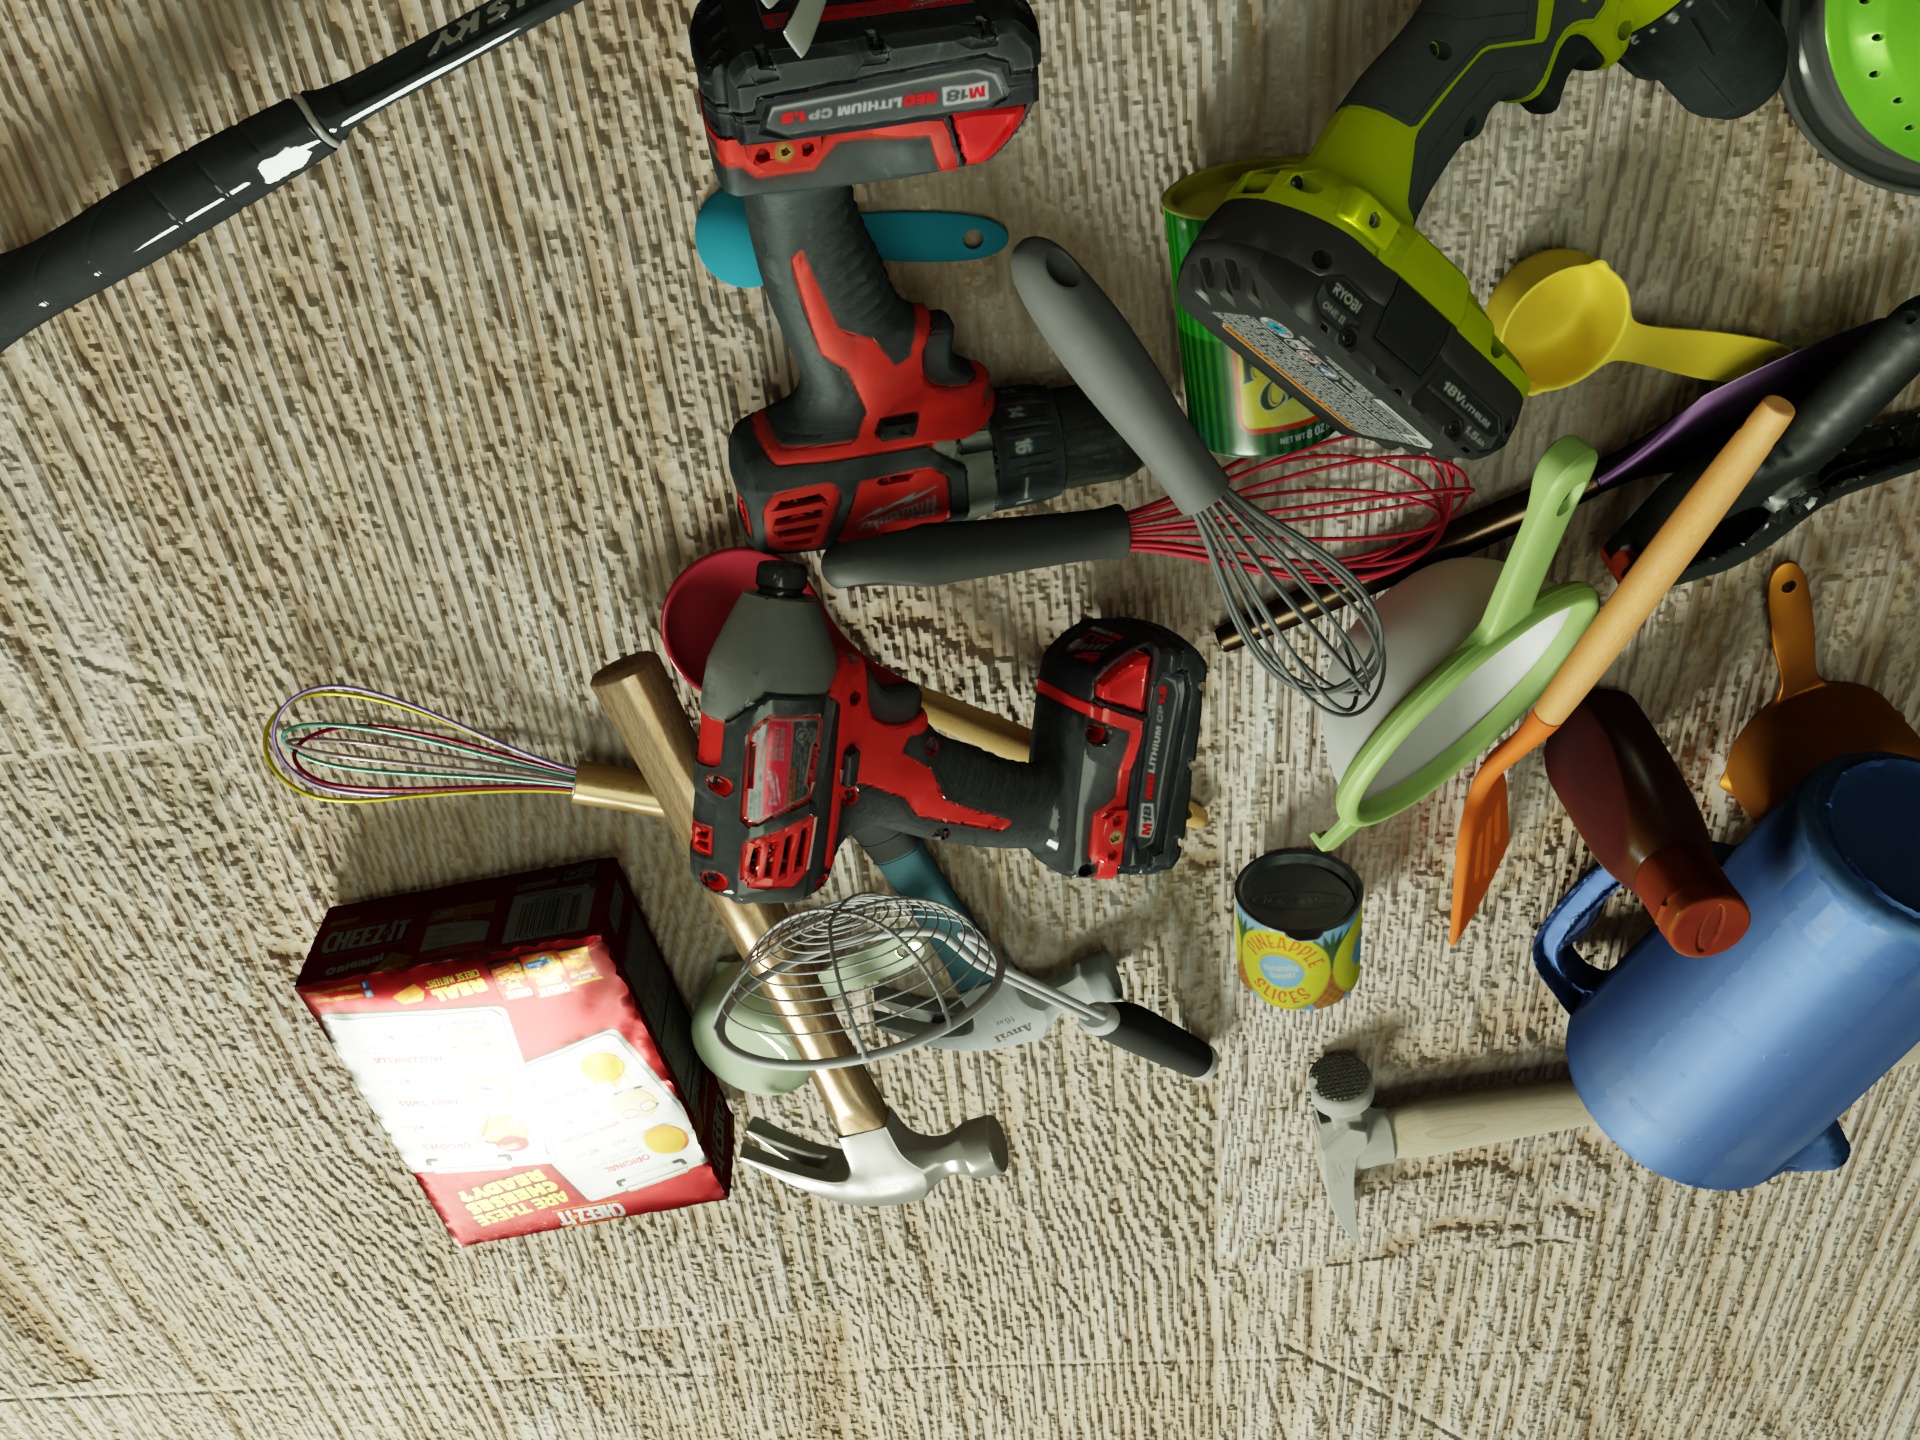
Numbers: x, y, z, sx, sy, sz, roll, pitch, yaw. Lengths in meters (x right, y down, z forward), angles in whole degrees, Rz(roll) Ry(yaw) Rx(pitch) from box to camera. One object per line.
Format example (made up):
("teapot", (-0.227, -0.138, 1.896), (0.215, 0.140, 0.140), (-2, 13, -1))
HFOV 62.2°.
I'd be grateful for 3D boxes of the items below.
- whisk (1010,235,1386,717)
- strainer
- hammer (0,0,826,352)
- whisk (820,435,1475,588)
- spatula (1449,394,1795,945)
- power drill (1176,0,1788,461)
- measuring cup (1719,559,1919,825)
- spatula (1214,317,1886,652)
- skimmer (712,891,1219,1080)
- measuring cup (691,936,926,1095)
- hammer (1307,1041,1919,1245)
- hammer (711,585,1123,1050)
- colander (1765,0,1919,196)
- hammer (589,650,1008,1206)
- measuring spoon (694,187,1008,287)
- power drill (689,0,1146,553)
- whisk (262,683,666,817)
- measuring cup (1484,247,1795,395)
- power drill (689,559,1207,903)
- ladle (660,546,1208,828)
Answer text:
("whisk", (0.096, -0.090, 0.614), (0.055, 0.055, 0.238), (-34, 115, 18))
("strainer", (0.210, -0.050, 0.685), (0.151, 0.069, 0.256), (-33, 154, -14))
("hammer", (-0.216, -0.219, 0.570), (0.409, 0.149, 0.036), (-20, 146, 18))
("whisk", (0.085, -0.082, 0.672), (0.295, 0.073, 0.073), (-9, 126, -15))
("spatula", (0.287, -0.014, 0.721), (0.041, 0.081, 0.322), (33, 141, 14))
("power drill", (0.198, -0.214, 0.574), (0.190, 0.080, 0.228), (29, 92, -31))
("measuring cup", (0.428, 0.000, 0.786), (0.095, 0.052, 0.173), (-22, 125, 12))
("spatula", (0.266, -0.098, 0.730), (0.316, 0.018, 0.059), (-23, 143, 13))
("skimmer", (0.031, 0.162, 0.786), (0.127, 0.090, 0.362), (0, 159, 38))
("measuring cup", (-0.080, 0.154, 0.842), (0.167, 0.038, 0.083), (-31, 110, 38))
("hammer", (0.417, 0.225, 0.952), (0.410, 0.038, 0.146), (-12, 126, 5))
("hammer", (-0.038, 0.055, 0.811), (0.128, 0.033, 0.330), (-24, 122, 12))
("colander", (0.358, -0.327, 0.532), (0.204, 0.095, 0.396), (-37, 119, 20))
("hammer", (-0.096, 0.115, 0.793), (0.130, 0.031, 0.331), (-18, 113, 15))
("measuring spoon", (-0.044, -0.194, 0.645), (0.128, 0.021, 0.042), (-1, 124, -3))
("power drill", (-0.007, -0.169, 0.621), (0.188, 0.080, 0.226), (-10, 135, -7))
("whisk", (-0.212, 0.030, 0.779), (0.245, 0.047, 0.051), (11, 138, -15))
("measuring cup", (0.295, -0.168, 0.687), (0.156, 0.029, 0.062), (4, 128, -20))
("power drill", (-0.008, 0.004, 0.700), (0.219, 0.079, 0.143), (0, 103, -24))
("ladle", (-0.001, -0.002, 0.756), (0.315, 0.031, 0.069), (23, 96, -28))
